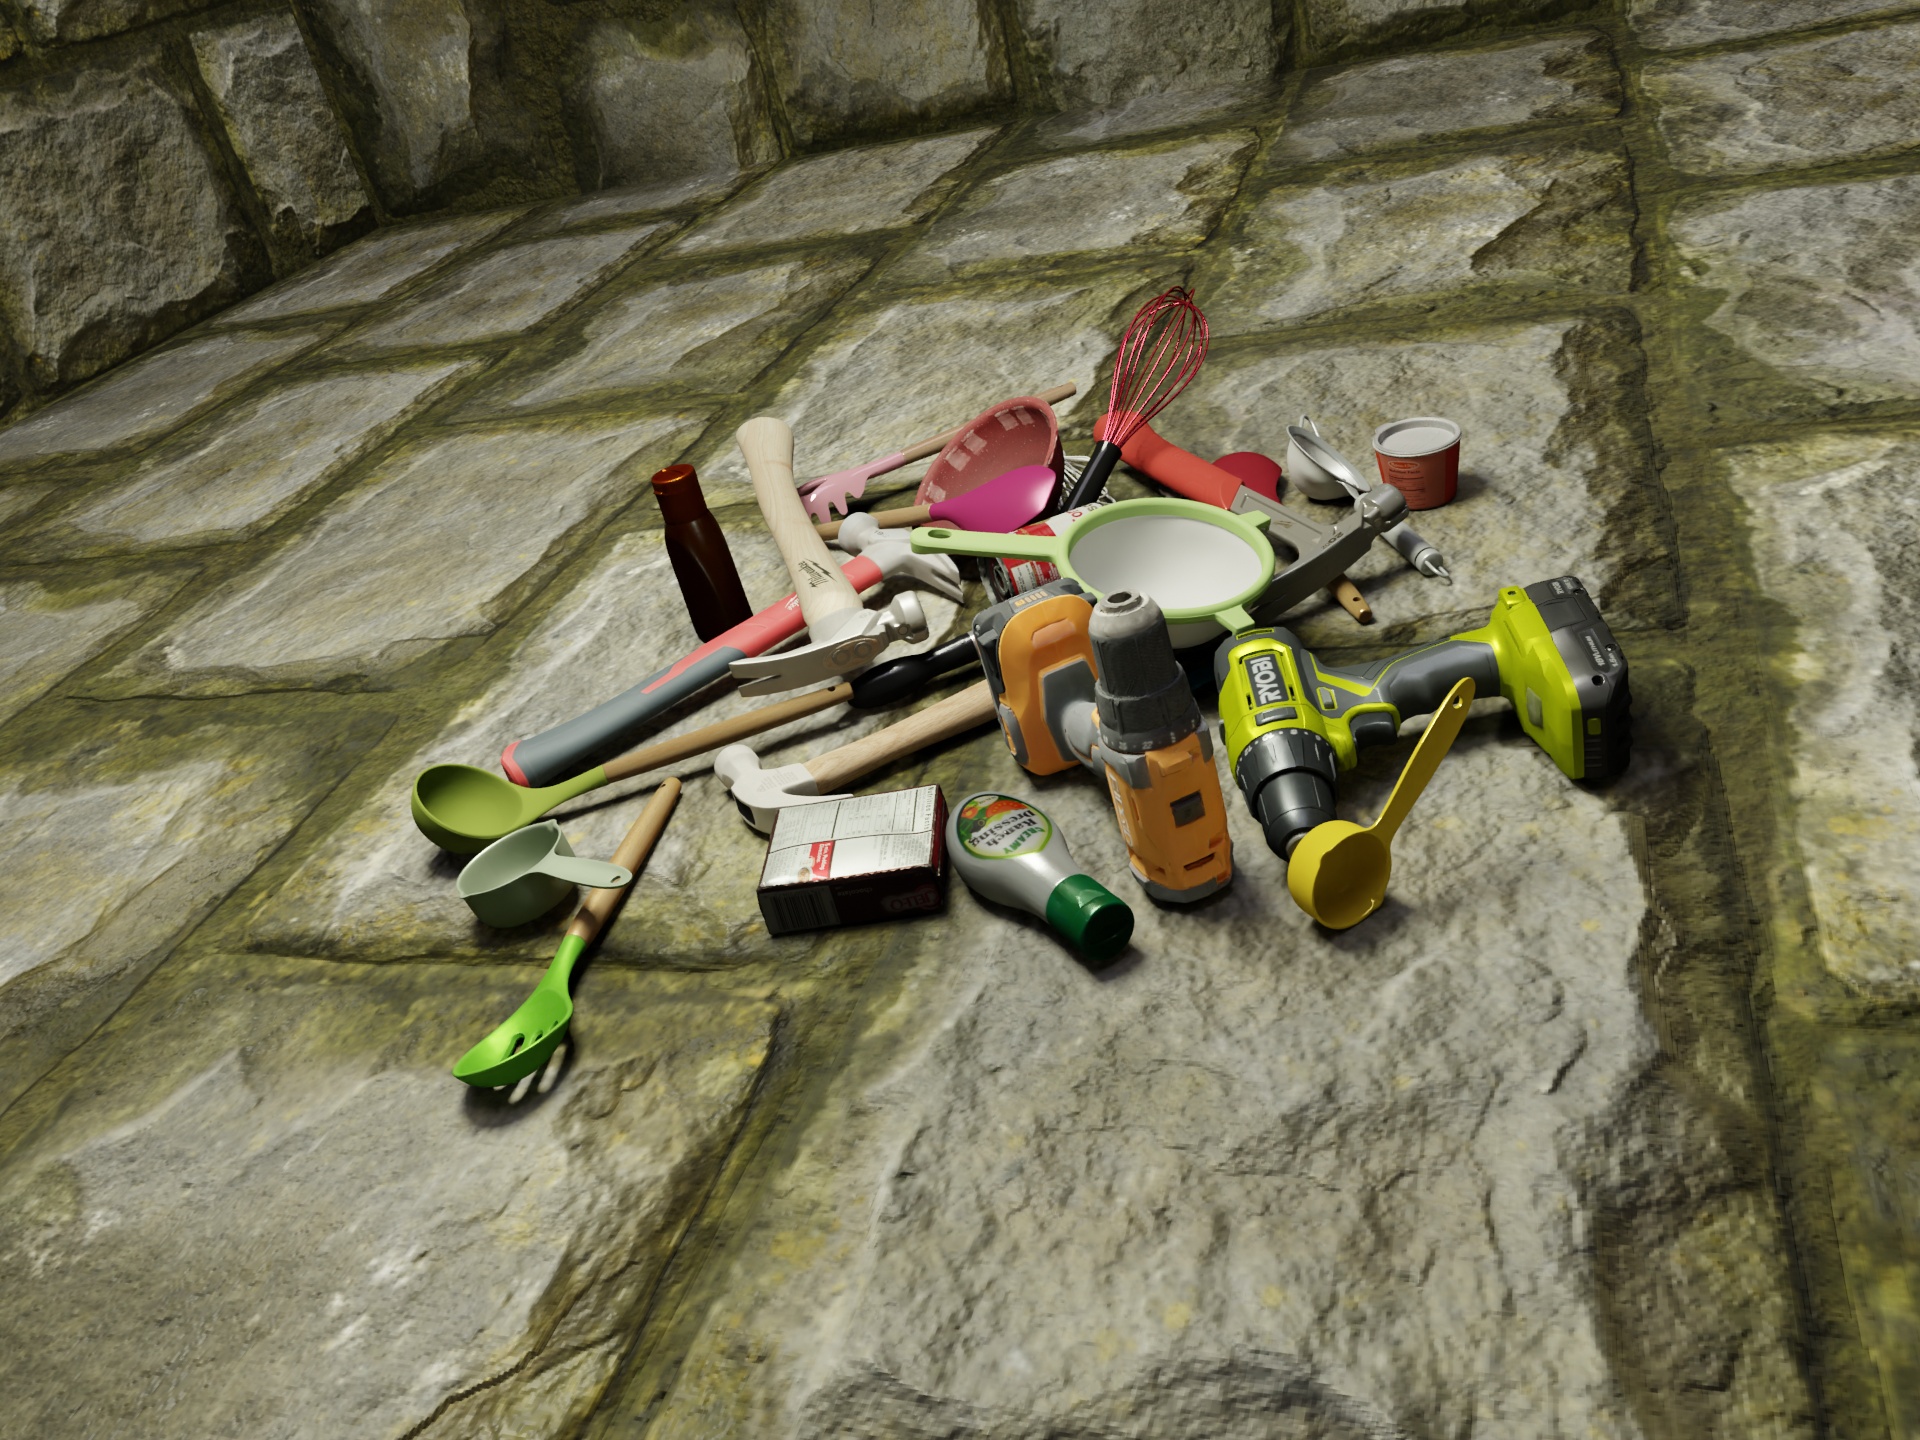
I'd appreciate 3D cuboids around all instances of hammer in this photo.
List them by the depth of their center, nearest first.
[{"bbox_3d":[-0.002,-0.004,1.115,0.331,0.031,0.130,-24,31,-16],"label":"hammer"},{"bbox_3d":[-0.178,-0.046,1.246,0.386,0.038,0.143,-34,44,-25],"label":"hammer"},{"bbox_3d":[0.196,-0.184,1.290,0.149,0.036,0.359,-35,33,-7],"label":"hammer"},{"bbox_3d":[-0.146,-0.153,1.310,0.146,0.038,0.411,-20,36,-5],"label":"hammer"}]

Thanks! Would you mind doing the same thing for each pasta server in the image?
[{"bbox_3d":[-0.029,-0.254,1.519,0.316,0.040,0.060,-24,32,-11],"label":"pasta server"}]

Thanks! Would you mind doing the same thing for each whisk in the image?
[{"bbox_3d":[0.045,-0.072,1.190,0.284,0.070,0.070,-23,31,-5],"label":"whisk"},{"bbox_3d":[0.133,-0.243,1.333,0.073,0.073,0.296,14,69,40],"label":"whisk"},{"bbox_3d":[0.089,-0.236,1.457,0.059,0.057,0.247,15,21,-19],"label":"whisk"}]

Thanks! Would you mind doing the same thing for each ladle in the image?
[{"bbox_3d":[-0.232,0.021,1.136,0.320,0.062,0.078,-19,42,-5],"label":"ladle"},{"bbox_3d":[0.259,-0.152,1.257,0.069,0.031,0.316,-15,32,-2],"label":"ladle"}]

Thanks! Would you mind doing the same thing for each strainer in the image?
[{"bbox_3d":[0.090,-0.096,1.122,0.256,0.069,0.152,6,39,12],"label":"strainer"},{"bbox_3d":[0.313,-0.171,1.249,0.086,0.050,0.259,22,23,-28],"label":"strainer"}]

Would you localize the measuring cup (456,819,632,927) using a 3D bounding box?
[{"bbox_3d":[-0.255,0.106,1.016,0.168,0.038,0.083,3,36,42],"label":"measuring cup"}]

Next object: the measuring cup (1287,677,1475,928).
[{"bbox_3d":[0.229,0.040,0.864,0.156,0.062,0.029,-57,36,-5],"label":"measuring cup"}]

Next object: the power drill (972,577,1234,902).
[{"bbox_3d":[0.081,-0.016,0.954,0.084,0.185,0.226,-23,28,-11],"label":"power drill"}]

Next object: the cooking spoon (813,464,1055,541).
[{"bbox_3d":[-0.039,-0.174,1.356,0.319,0.017,0.069,-3,60,47],"label":"cooking spoon"}]

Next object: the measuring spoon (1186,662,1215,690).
[{"bbox_3d":[0.164,-0.021,1.094,0.128,0.021,0.042,-25,30,0],"label":"measuring spoon"}]

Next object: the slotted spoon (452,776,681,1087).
[{"bbox_3d":[-0.232,0.125,1.006,0.070,0.031,0.314,-20,25,22],"label":"slotted spoon"}]

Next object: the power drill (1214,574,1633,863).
[{"bbox_3d":[0.271,0.000,0.949,0.228,0.080,0.191,-12,35,9],"label":"power drill"}]

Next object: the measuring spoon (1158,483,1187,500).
[{"bbox_3d":[0.179,-0.170,1.335,0.034,0.018,0.124,-11,36,25],"label":"measuring spoon"}]
